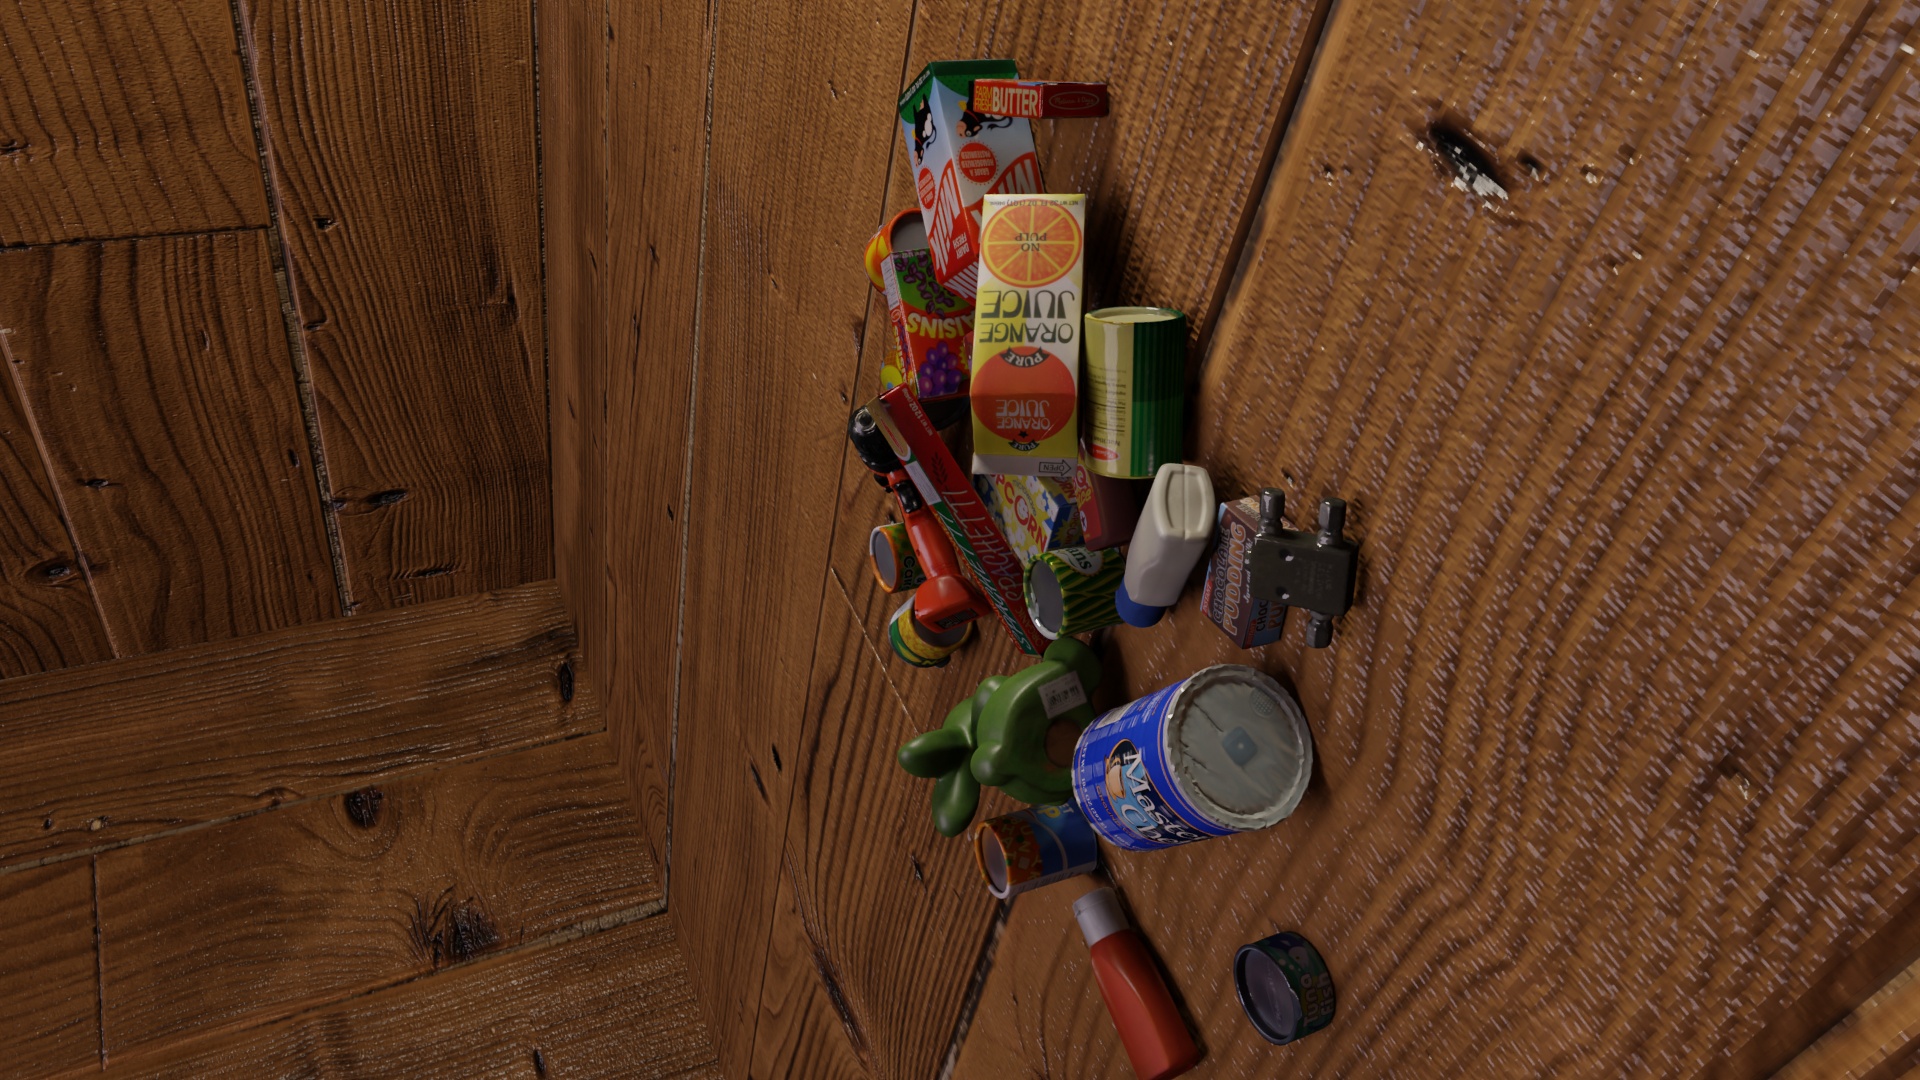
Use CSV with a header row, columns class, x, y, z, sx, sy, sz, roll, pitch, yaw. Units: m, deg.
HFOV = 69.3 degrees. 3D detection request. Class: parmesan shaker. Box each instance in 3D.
class,x,y,z,sx,sy,sz,roll,pitch,yaw
parmesan shaker,0.117,-0.098,0.917,0.071,0.071,0.102,33,128,58

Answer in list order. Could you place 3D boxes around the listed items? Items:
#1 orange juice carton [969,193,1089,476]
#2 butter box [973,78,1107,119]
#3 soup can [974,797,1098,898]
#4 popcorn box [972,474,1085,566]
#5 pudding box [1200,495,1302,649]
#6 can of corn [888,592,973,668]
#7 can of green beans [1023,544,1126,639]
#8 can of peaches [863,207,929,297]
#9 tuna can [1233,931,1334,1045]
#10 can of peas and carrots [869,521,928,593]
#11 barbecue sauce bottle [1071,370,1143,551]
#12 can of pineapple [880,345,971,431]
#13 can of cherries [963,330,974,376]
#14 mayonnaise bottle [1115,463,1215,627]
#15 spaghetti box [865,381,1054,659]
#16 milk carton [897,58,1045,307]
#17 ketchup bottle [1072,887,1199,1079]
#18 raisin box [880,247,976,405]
class,x,y,z,sx,sy,sz,roll,pitch,yaw
orange juice carton,0.048,-0.134,0.944,0.073,0.072,0.193,69,-156,-70
butter box,0.055,-0.311,0.978,0.104,0.053,0.024,34,129,57
soup can,0.062,0.253,1.161,0.071,0.084,0.071,37,133,56
popcorn box,0.057,-0.039,1.104,0.127,0.038,0.084,58,148,38
pudding box,0.181,0.020,0.869,0.050,0.030,0.083,-130,38,-49
can of corn,-0.026,0.082,1.304,0.058,0.071,0.071,-45,60,61
can of green beans,0.087,0.037,1.046,0.071,0.058,0.071,37,133,56
can of peaches,-0.044,-0.250,1.202,0.058,0.071,0.071,-18,83,65
tuna can,0.213,0.293,0.910,0.071,0.033,0.070,38,133,55
can of peas and carrots,-0.047,0.016,1.328,0.071,0.059,0.070,39,135,55
barbecue sauce bottle,0.097,-0.068,0.997,0.065,0.044,0.148,139,119,-80
can of pineapple,-0.030,-0.139,1.216,0.058,0.071,0.070,56,147,41
can of cherries,0.038,-0.134,1.071,0.071,0.072,0.058,-21,81,65
mayonnaise bottle,0.134,0.011,0.926,0.147,0.041,0.065,99,177,-61
spaghetti box,0.004,-0.014,1.129,0.250,0.029,0.050,58,165,-6
milk carton,0.016,-0.261,1.058,0.072,0.073,0.190,-16,85,65
ketchup bottle,0.134,0.349,1.093,0.149,0.044,0.064,65,151,29
raisin box,-0.010,-0.177,1.134,0.040,0.086,0.123,174,85,-71
